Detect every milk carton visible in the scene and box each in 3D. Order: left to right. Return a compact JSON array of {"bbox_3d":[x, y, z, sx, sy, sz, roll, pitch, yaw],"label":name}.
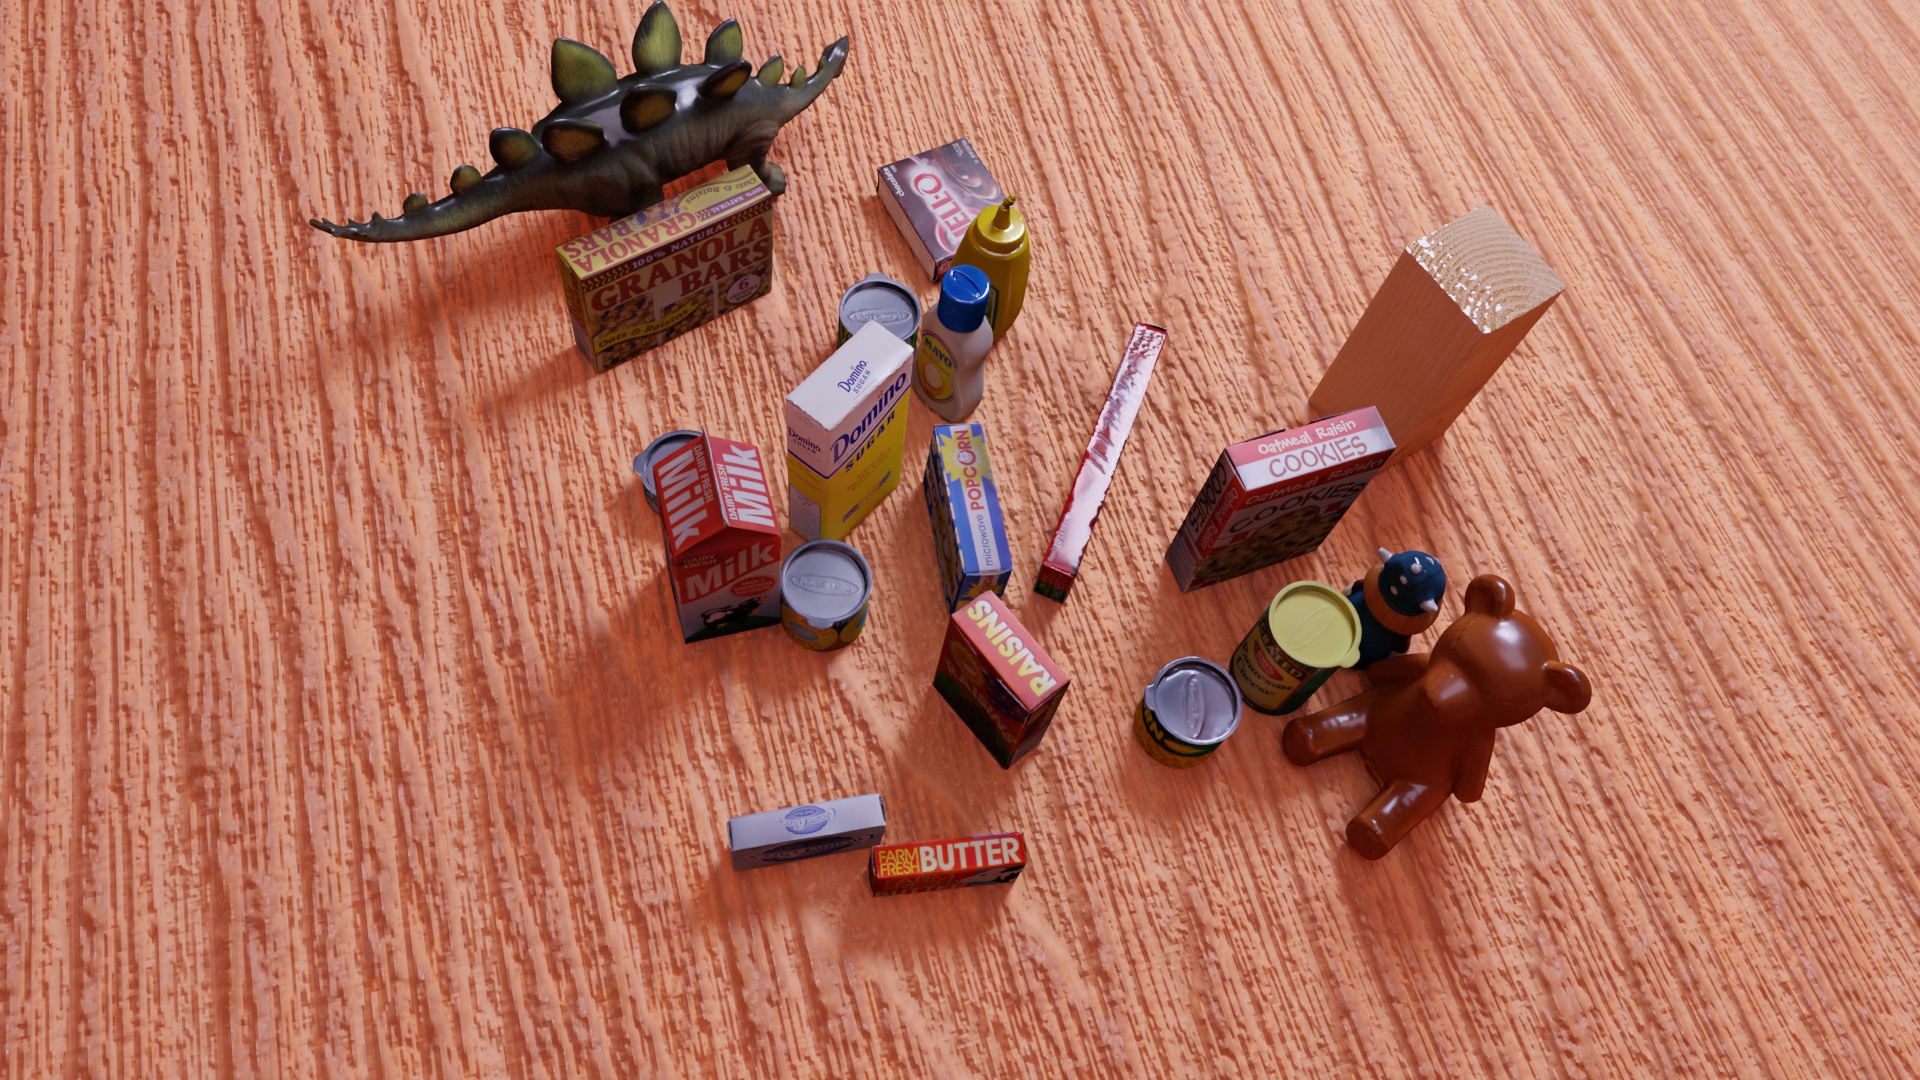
[{"bbox_3d":[-0.165,-0.002,0.951,0.073,0.189,0.072,-12,65,-13],"label":"milk carton"}]

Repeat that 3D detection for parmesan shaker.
[{"bbox_3d":[0.243,0.083,1.011,0.071,0.102,0.071,3,62,-6],"label":"parmesan shaker"}]

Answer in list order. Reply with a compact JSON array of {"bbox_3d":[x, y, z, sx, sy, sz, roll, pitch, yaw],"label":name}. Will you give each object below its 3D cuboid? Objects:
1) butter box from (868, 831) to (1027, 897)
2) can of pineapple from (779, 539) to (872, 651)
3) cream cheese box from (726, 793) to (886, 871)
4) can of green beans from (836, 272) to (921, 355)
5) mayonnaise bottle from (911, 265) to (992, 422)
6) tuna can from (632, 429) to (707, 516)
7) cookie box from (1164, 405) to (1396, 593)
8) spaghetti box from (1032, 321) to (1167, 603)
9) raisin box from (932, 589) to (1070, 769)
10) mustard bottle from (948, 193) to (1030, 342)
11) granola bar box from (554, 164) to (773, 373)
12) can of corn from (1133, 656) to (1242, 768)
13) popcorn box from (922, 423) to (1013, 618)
[{"bbox_3d":[-0.010,0.218,0.934,0.104,0.053,0.024,-4,63,-10],"label":"butter box"},{"bbox_3d":[-0.100,0.042,1.012,0.071,0.057,0.071,3,62,-6],"label":"can of pineapple"},{"bbox_3d":[-0.103,0.196,0.933,0.104,0.053,0.024,-8,64,-12],"label":"cream cheese box"},{"bbox_3d":[-0.067,-0.170,1.127,0.071,0.057,0.071,3,62,-6],"label":"can of green beans"},{"bbox_3d":[-0.005,-0.154,1.076,0.041,0.147,0.065,-38,73,-23],"label":"mayonnaise bottle"},{"bbox_3d":[-0.212,-0.048,1.058,0.071,0.032,0.071,3,62,-6],"label":"tuna can"},{"bbox_3d":[0.232,-0.029,1.032,0.123,0.166,0.040,-17,66,-15],"label":"cookie box"},{"bbox_3d":[0.113,-0.067,1.102,0.029,0.050,0.251,21,62,4],"label":"spaghetti box"},{"bbox_3d":[0.025,0.098,0.962,0.040,0.122,0.086,-34,72,-22],"label":"raisin box"},{"bbox_3d":[0.024,-0.222,1.109,0.065,0.159,0.049,30,63,8],"label":"mustard bottle"},{"bbox_3d":[-0.226,-0.211,1.090,0.166,0.123,0.039,-31,71,-21],"label":"granola bar box"},{"bbox_3d":[0.161,0.125,1.003,0.071,0.058,0.071,3,62,-6],"label":"can of corn"},{"bbox_3d":[0.004,-0.013,1.039,0.038,0.084,0.127,-6,64,-11],"label":"popcorn box"}]
